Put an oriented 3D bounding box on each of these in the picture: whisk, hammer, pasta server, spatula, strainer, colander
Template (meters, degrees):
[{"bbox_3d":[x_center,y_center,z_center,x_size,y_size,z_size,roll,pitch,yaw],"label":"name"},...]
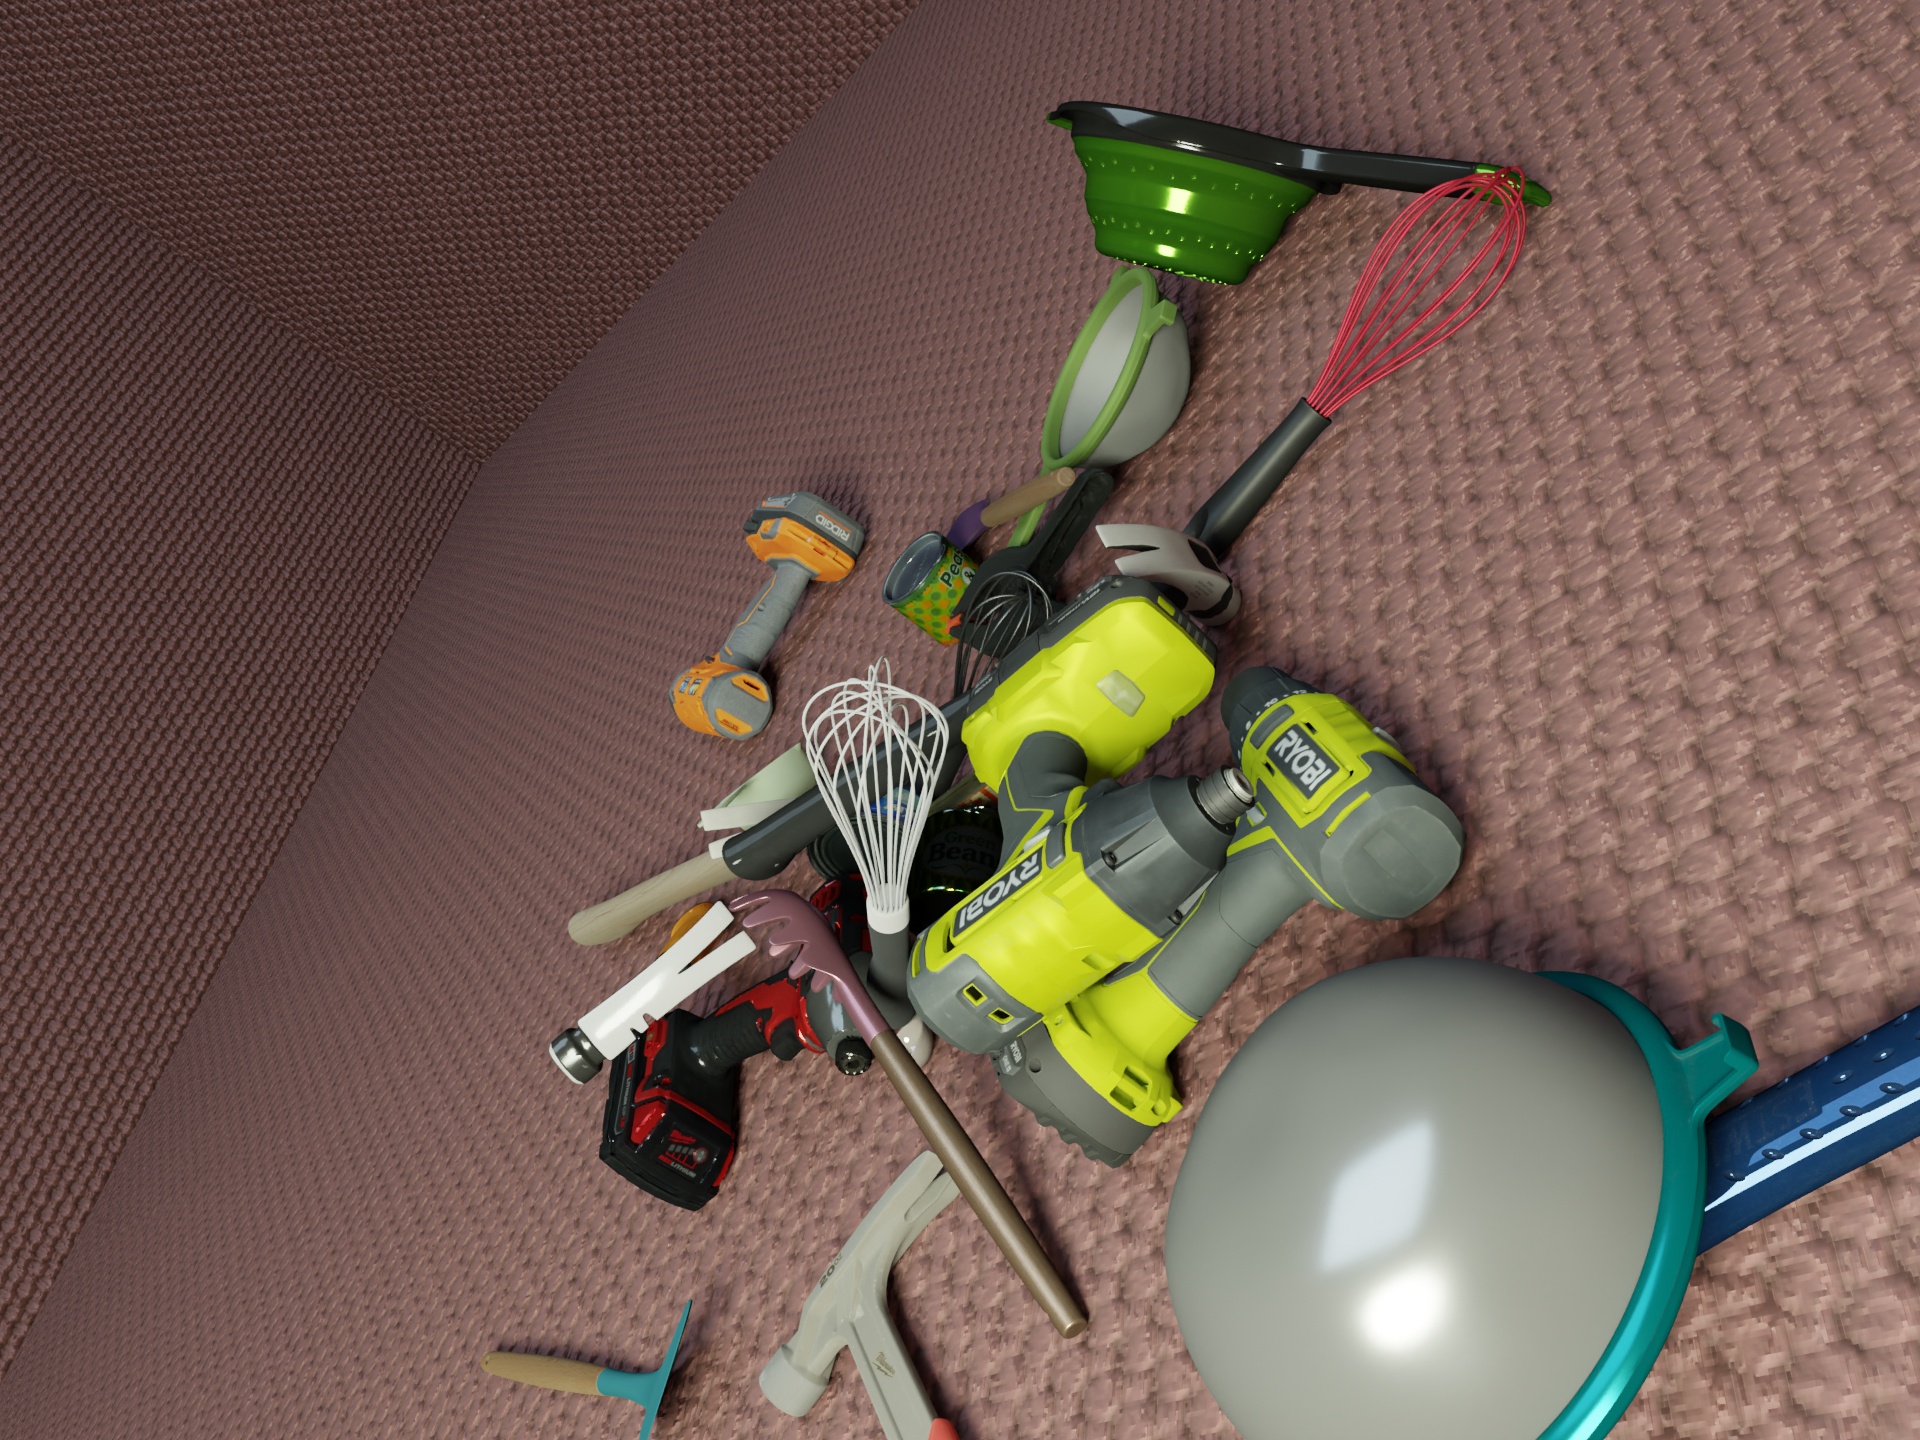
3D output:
[{"bbox_3d":[-0.003,0.002,0.998,0.055,0.055,0.238,-92,24,-52],"label":"whisk"},{"bbox_3d":[-0.182,0.153,1.052,0.127,0.034,0.337,-39,2,-2],"label":"hammer"},{"bbox_3d":[-0.212,0.120,1.198,0.410,0.146,0.038,-27,75,50],"label":"hammer"},{"bbox_3d":[-0.033,0.185,0.802,0.040,0.060,0.317,-36,47,-6],"label":"pasta server"},{"bbox_3d":[-0.237,0.399,0.976,0.317,0.044,0.082,-22,44,49],"label":"spatula"},{"bbox_3d":[0.102,0.210,0.529,0.340,0.095,0.211,-57,12,-12],"label":"strainer"},{"bbox_3d":[0.221,-0.197,0.928,0.295,0.073,0.073,-50,26,22],"label":"whisk"},{"bbox_3d":[0.205,-0.334,1.055,0.397,0.204,0.094,30,113,47],"label":"colander"},{"bbox_3d":[0.098,-0.187,1.124,0.152,0.069,0.256,-106,38,-64],"label":"strainer"},{"bbox_3d":[-0.038,0.076,0.816,0.284,0.070,0.070,90,-172,-48],"label":"whisk"},{"bbox_3d":[0.351,0.052,0.435,0.405,0.035,0.144,-41,29,24],"label":"hammer"},{"bbox_3d":[0.006,0.333,0.665,0.149,0.036,0.359,-53,26,2],"label":"hammer"},{"bbox_3d":[-0.001,-0.003,0.908,0.335,0.146,0.035,-33,69,16],"label":"hammer"},{"bbox_3d":[0.027,-0.149,1.154,0.060,0.018,0.316,-63,12,-8],"label":"spatula"}]

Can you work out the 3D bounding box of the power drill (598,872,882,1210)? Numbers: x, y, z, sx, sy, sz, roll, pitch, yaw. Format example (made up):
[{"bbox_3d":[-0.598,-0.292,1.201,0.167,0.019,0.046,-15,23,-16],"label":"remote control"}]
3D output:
[{"bbox_3d":[-0.123,0.203,0.991,0.219,0.078,0.143,-39,29,21],"label":"power drill"}]

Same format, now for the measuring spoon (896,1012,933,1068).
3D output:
[{"bbox_3d":[-0.010,0.155,0.933,0.034,0.018,0.124,-30,28,51],"label":"measuring spoon"}]

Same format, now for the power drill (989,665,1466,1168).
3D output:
[{"bbox_3d":[0.111,0.079,0.753,0.228,0.080,0.191,-46,22,10],"label":"power drill"}]

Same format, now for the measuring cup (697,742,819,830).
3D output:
[{"bbox_3d":[-0.151,0.064,1.171,0.083,0.038,0.167,-37,3,17],"label":"measuring cup"}]

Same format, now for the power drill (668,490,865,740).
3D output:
[{"bbox_3d":[-0.189,-0.091,1.446,0.164,0.084,0.226,7,68,61],"label":"power drill"}]

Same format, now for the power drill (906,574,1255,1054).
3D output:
[{"bbox_3d":[0.061,0.031,0.732,0.171,0.080,0.223,-40,20,26],"label":"power drill"}]
